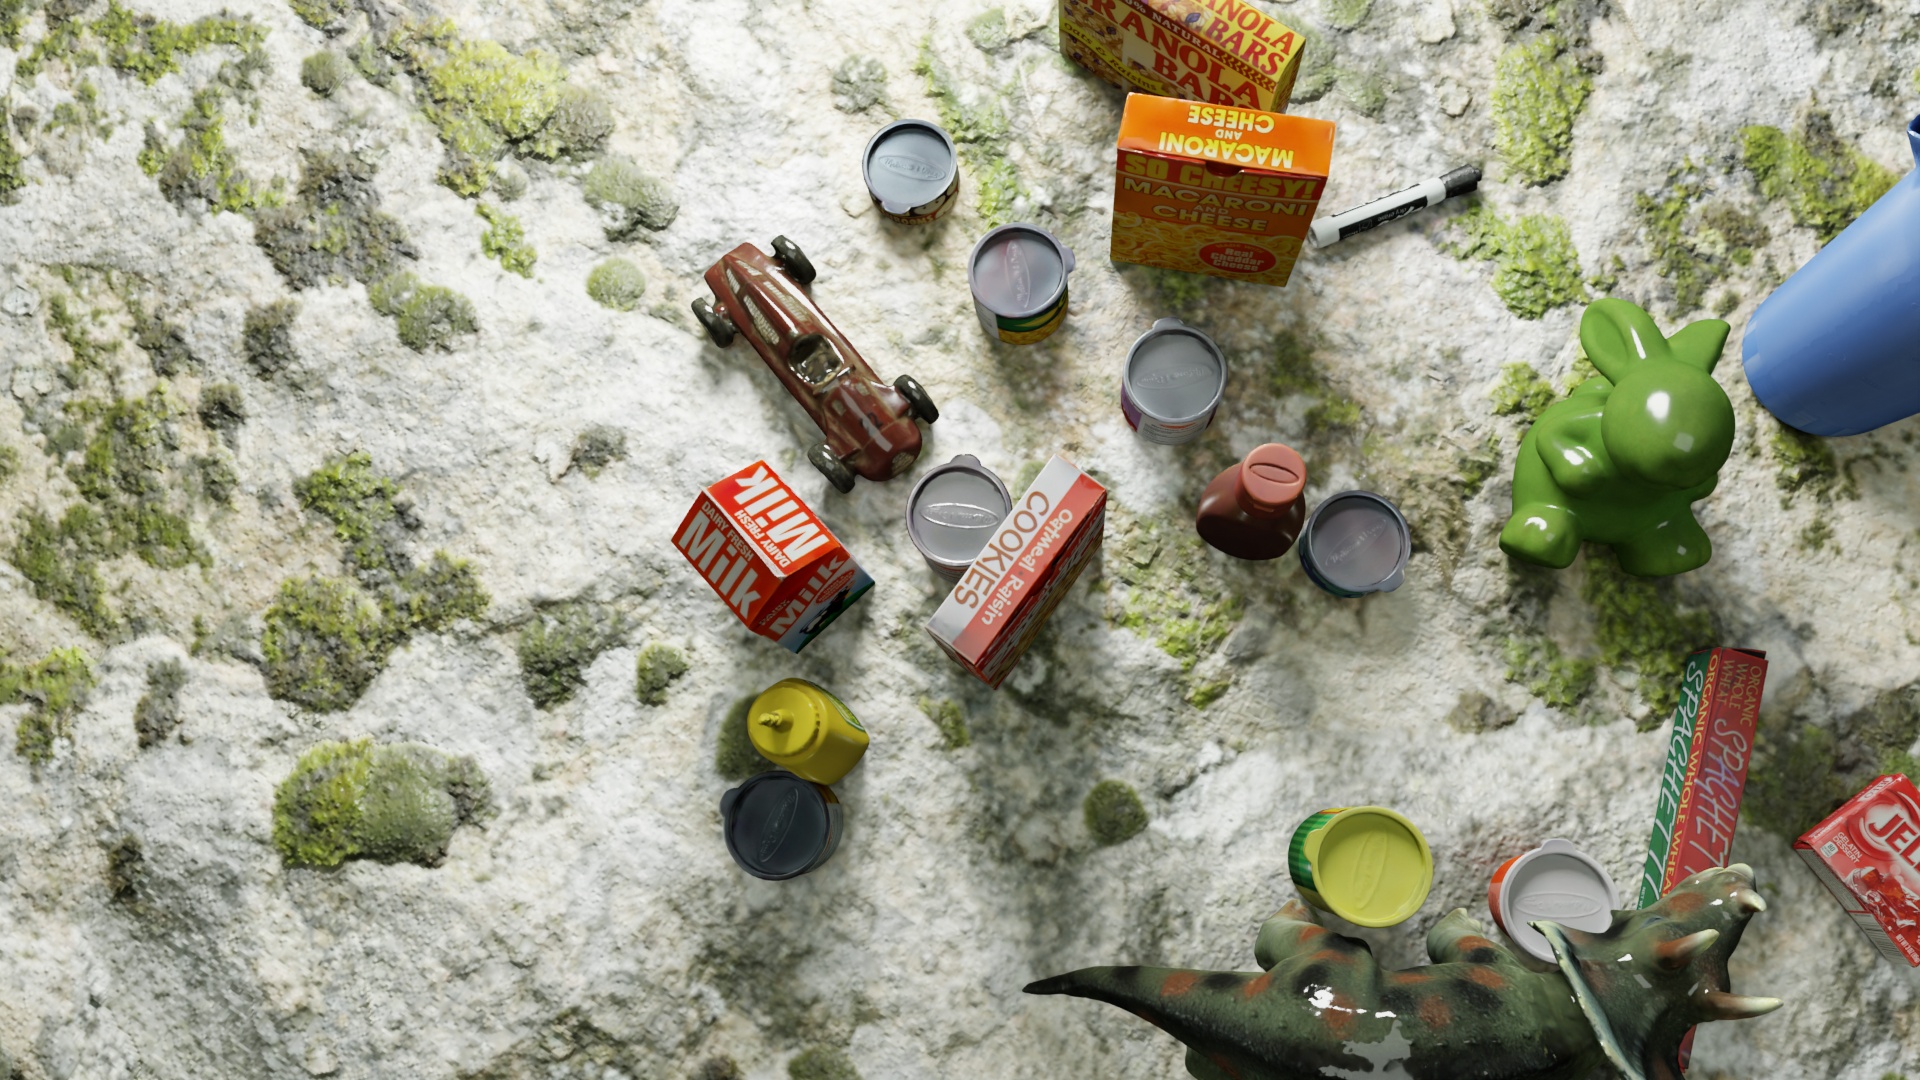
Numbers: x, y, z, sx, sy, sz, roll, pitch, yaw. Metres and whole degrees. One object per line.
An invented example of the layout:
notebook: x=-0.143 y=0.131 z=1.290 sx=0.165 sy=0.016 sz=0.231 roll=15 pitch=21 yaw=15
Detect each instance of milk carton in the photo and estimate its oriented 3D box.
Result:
milk carton: x=-0.112 y=0.011 z=0.839 sx=0.073 sy=0.190 sz=0.072 roll=-42 pitch=79 yaw=-4

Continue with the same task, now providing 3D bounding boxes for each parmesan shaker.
parmesan shaker: x=0.230 y=0.189 z=0.820 sx=0.071 sy=0.103 sz=0.071 roll=-1 pitch=79 yaw=5

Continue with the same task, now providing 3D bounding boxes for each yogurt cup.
yogurt cup: x=0.350 y=0.217 z=0.829 sx=0.072 sy=0.054 sz=0.072 roll=-1 pitch=79 yaw=5

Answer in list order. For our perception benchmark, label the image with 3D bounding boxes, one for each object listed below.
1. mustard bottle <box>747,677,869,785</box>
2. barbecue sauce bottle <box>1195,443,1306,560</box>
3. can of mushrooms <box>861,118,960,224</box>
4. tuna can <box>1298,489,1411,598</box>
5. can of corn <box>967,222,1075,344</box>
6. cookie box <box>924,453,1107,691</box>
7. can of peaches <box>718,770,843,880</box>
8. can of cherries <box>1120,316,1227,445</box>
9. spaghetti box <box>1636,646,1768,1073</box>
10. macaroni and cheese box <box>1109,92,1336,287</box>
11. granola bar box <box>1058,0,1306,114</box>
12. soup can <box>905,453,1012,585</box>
mustard bottle: x=-0.095 y=0.112 z=0.833 sx=0.065 sy=0.160 sz=0.049 roll=41 pitch=85 yaw=11
barbecue sauce bottle: x=0.180 y=-0.023 z=0.843 sx=0.065 sy=0.148 sz=0.044 roll=17 pitch=81 yaw=8
can of mushrooms: x=-0.035 y=-0.254 z=0.967 sx=0.071 sy=0.033 sz=0.071 roll=-1 pitch=79 yaw=5
tuna can: x=0.254 y=0.005 z=0.891 sx=0.071 sy=0.033 sz=0.071 roll=-1 pitch=79 yaw=5
can of corn: x=0.042 y=-0.171 z=0.931 sx=0.071 sy=0.058 sz=0.071 roll=-1 pitch=79 yaw=5
cookie box: x=0.038 y=0.025 z=0.836 sx=0.040 sy=0.167 sz=0.123 roll=35 pitch=84 yaw=10
can of peaches: x=-0.112 y=0.177 z=0.873 sx=0.071 sy=0.058 sz=0.071 roll=-1 pitch=79 yaw=5
can of cherries: x=0.139 y=-0.103 z=0.909 sx=0.071 sy=0.058 sz=0.071 roll=-1 pitch=79 yaw=5
spaghetti box: x=0.436 y=0.185 z=0.831 sx=0.029 sy=0.050 sz=0.250 roll=15 pitch=80 yaw=8
macaroni and cheese box: x=0.159 y=-0.215 z=0.875 sx=0.124 sy=0.166 sz=0.040 roll=10 pitch=80 yaw=7
granola bar box: x=0.143 y=-0.328 z=0.921 sx=0.166 sy=0.124 sz=0.039 roll=35 pitch=84 yaw=10
soup can: x=0.003 y=-0.011 z=0.889 sx=0.071 sy=0.083 sz=0.071 roll=-1 pitch=79 yaw=5
